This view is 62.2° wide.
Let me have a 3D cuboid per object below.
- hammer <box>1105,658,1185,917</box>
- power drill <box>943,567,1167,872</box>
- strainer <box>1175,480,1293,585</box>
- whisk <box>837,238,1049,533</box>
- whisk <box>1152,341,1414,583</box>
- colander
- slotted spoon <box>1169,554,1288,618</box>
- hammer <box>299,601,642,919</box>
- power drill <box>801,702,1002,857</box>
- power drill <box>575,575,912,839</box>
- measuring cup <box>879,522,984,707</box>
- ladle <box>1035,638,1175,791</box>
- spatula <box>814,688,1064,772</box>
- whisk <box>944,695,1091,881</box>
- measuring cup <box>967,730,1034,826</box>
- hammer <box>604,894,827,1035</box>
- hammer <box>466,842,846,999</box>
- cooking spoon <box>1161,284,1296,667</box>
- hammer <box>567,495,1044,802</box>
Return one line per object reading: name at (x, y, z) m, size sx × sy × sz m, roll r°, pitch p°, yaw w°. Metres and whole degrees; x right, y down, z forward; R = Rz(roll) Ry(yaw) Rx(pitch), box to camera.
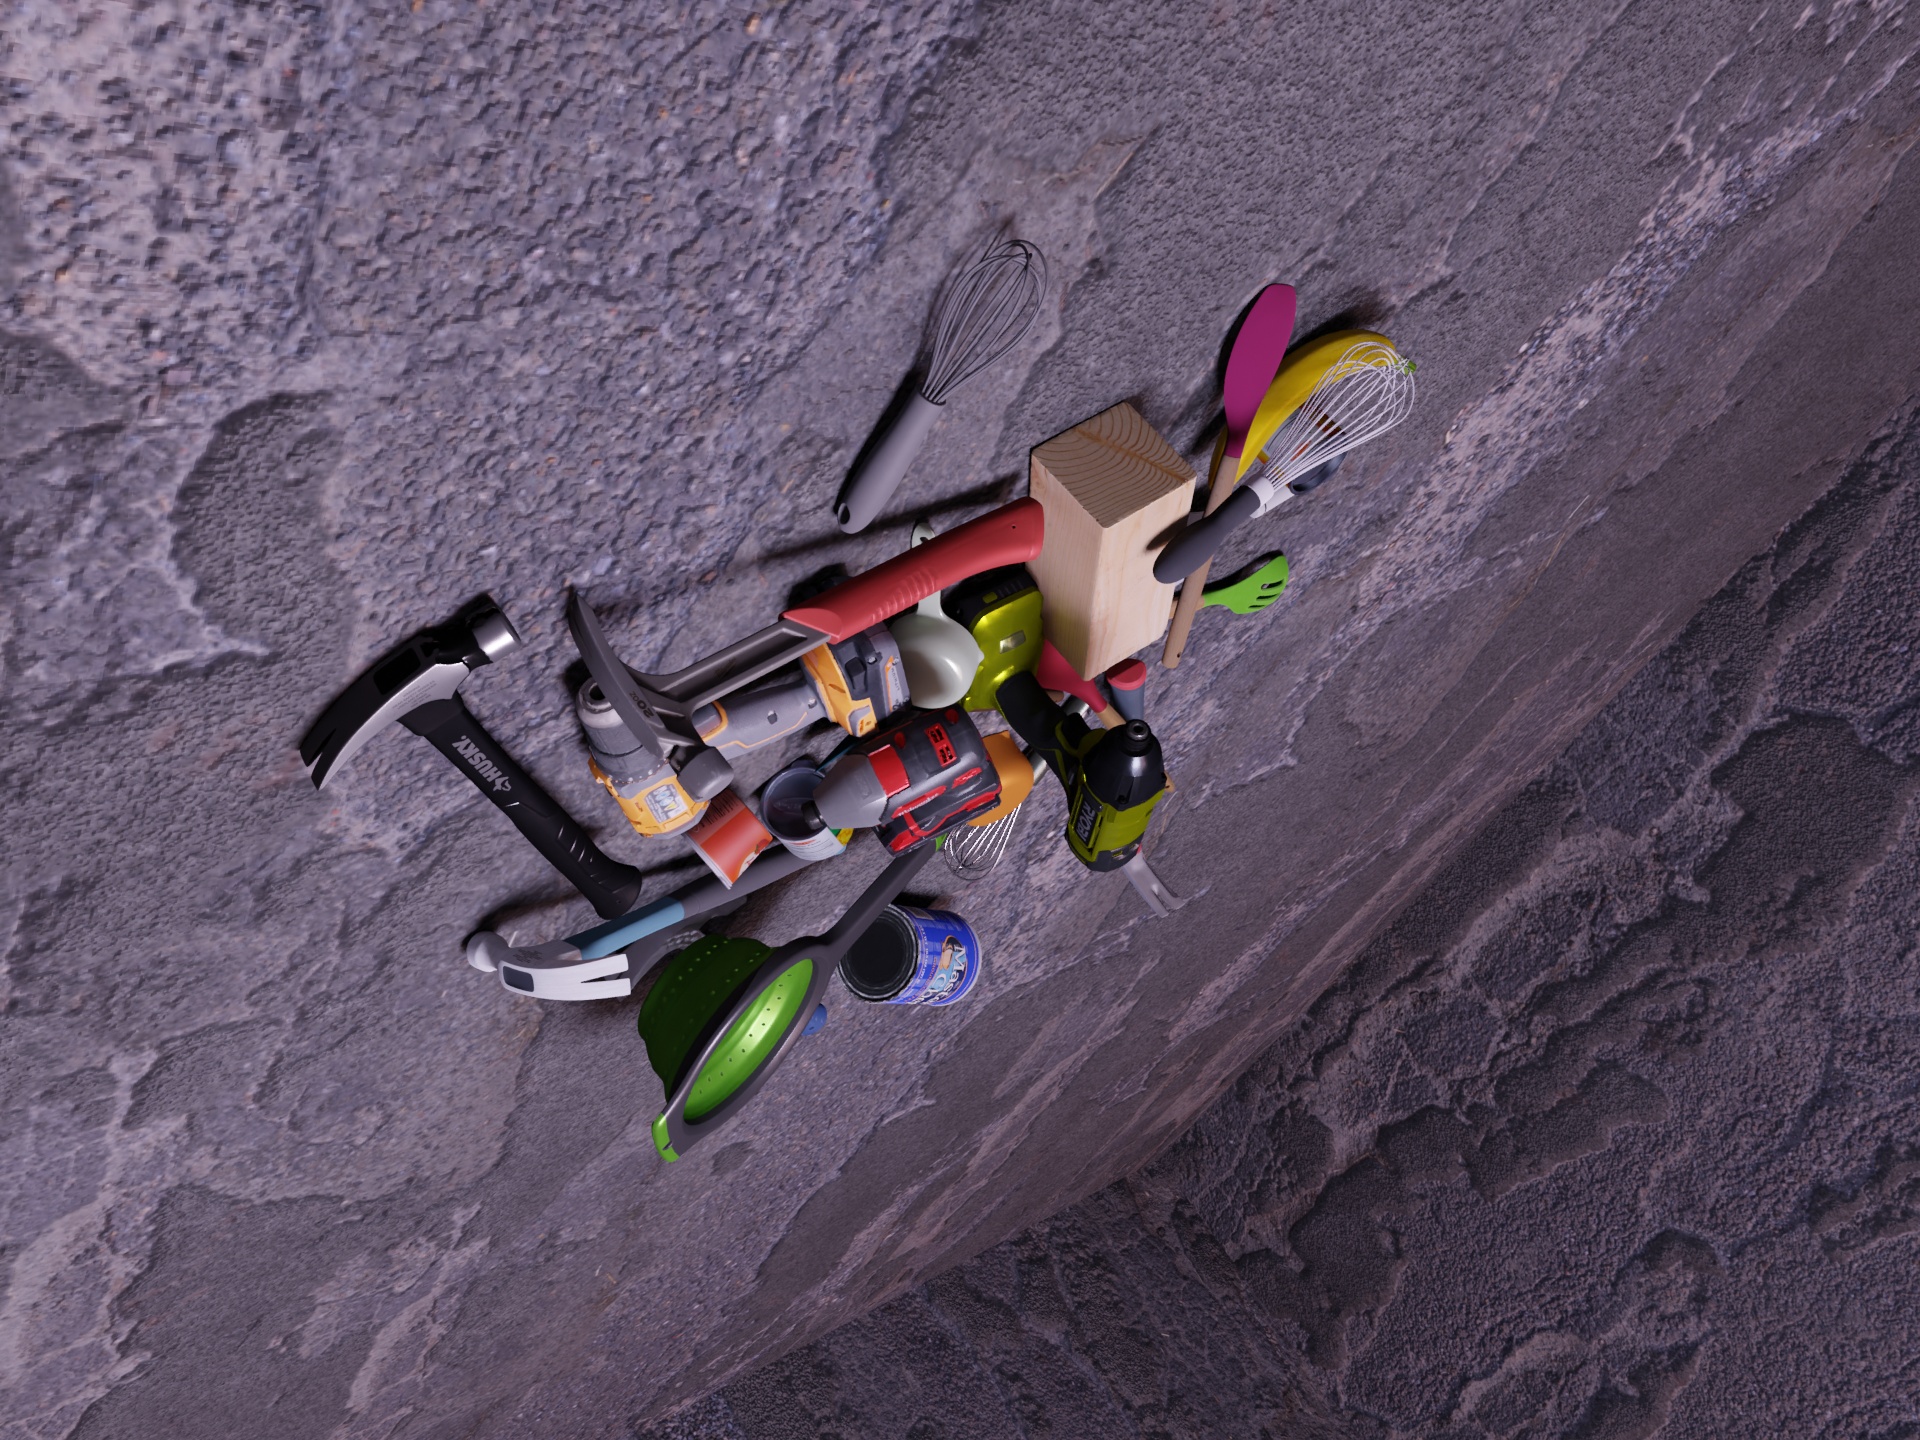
hammer at (0.184, 0.068, 1.647) m, size 0.038 × 0.143 × 0.386 m, roll -29°, pitch 150°, yaw -12°
power drill at (0.076, -0.007, 1.255) m, size 0.080 × 0.223 × 0.171 m, roll -27°, pitch 153°, yaw -22°
strainer at (0.252, -0.186, 1.403) m, size 0.258 × 0.050 × 0.086 m, roll -31°, pitch 161°, yaw -26°
whisk at (-0.017, -0.204, 1.011) m, size 0.055 × 0.055 × 0.239 m, roll -9°, pitch 147°, yaw -45°
whisk at (0.247, -0.193, 1.210) m, size 0.284 × 0.070 × 0.070 m, roll -42°, pitch 157°, yaw -17°
colander at (-0.158, 0.198, 1.399) m, size 0.397 × 0.094 × 0.204 m, roll -47°, pitch 161°, yaw -26°
slotted spoon at (0.205, -0.106, 1.492) m, size 0.313 × 0.031 × 0.070 m, roll -15°, pitch 145°, yaw -36°
hammer at (-0.297, 0.057, 1.061) m, size 0.146 × 0.035 × 0.334 m, roll -34°, pitch 148°, yaw -7°
power drill at (-0.042, 0.050, 1.247) m, size 0.143 × 0.078 × 0.219 m, roll -27°, pitch 171°, yaw 2°
power drill at (-0.156, -0.015, 1.118) m, size 0.226 × 0.084 × 0.185 m, roll -28°, pitch 154°, yaw -8°
measuring cup at (-0.027, -0.074, 1.196) m, size 0.167 × 0.083 × 0.038 m, roll 87°, pitch 14°, yaw -46°
ladle at (0.138, -0.002, 1.477) m, size 0.069 × 0.031 × 0.315 m, roll -28°, pitch 142°, yaw 14°
spatula at (-0.002, -0.004, 1.372) m, size 0.082 × 0.044 × 0.317 m, roll -36°, pitch 161°, yaw 35°
whisk at (0.061, 0.063, 1.567) m, size 0.246 × 0.059 × 0.058 m, roll -54°, pitch 163°, yaw 21°
measuring cup at (0.006, 0.056, 1.474) m, size 0.095 × 0.052 × 0.173 m, roll -46°, pitch 156°, yaw 18°
hammer at (-0.212, 0.253, 1.545) m, size 0.144 × 0.035 × 0.405 m, roll -36°, pitch 155°, yaw -3°
hammer at (-0.224, 0.147, 1.295) m, size 0.331 × 0.128 × 0.033 m, roll -22°, pitch 117°, yaw -45°
cooking spoon at (0.208, -0.186, 1.258) m, size 0.068 × 0.017 × 0.318 m, roll -13°, pitch 126°, yaw -44°
hammer at (-0.080, -0.083, 1.072) m, size 0.359 × 0.149 × 0.036 m, roll -31°, pitch 169°, yaw -35°
